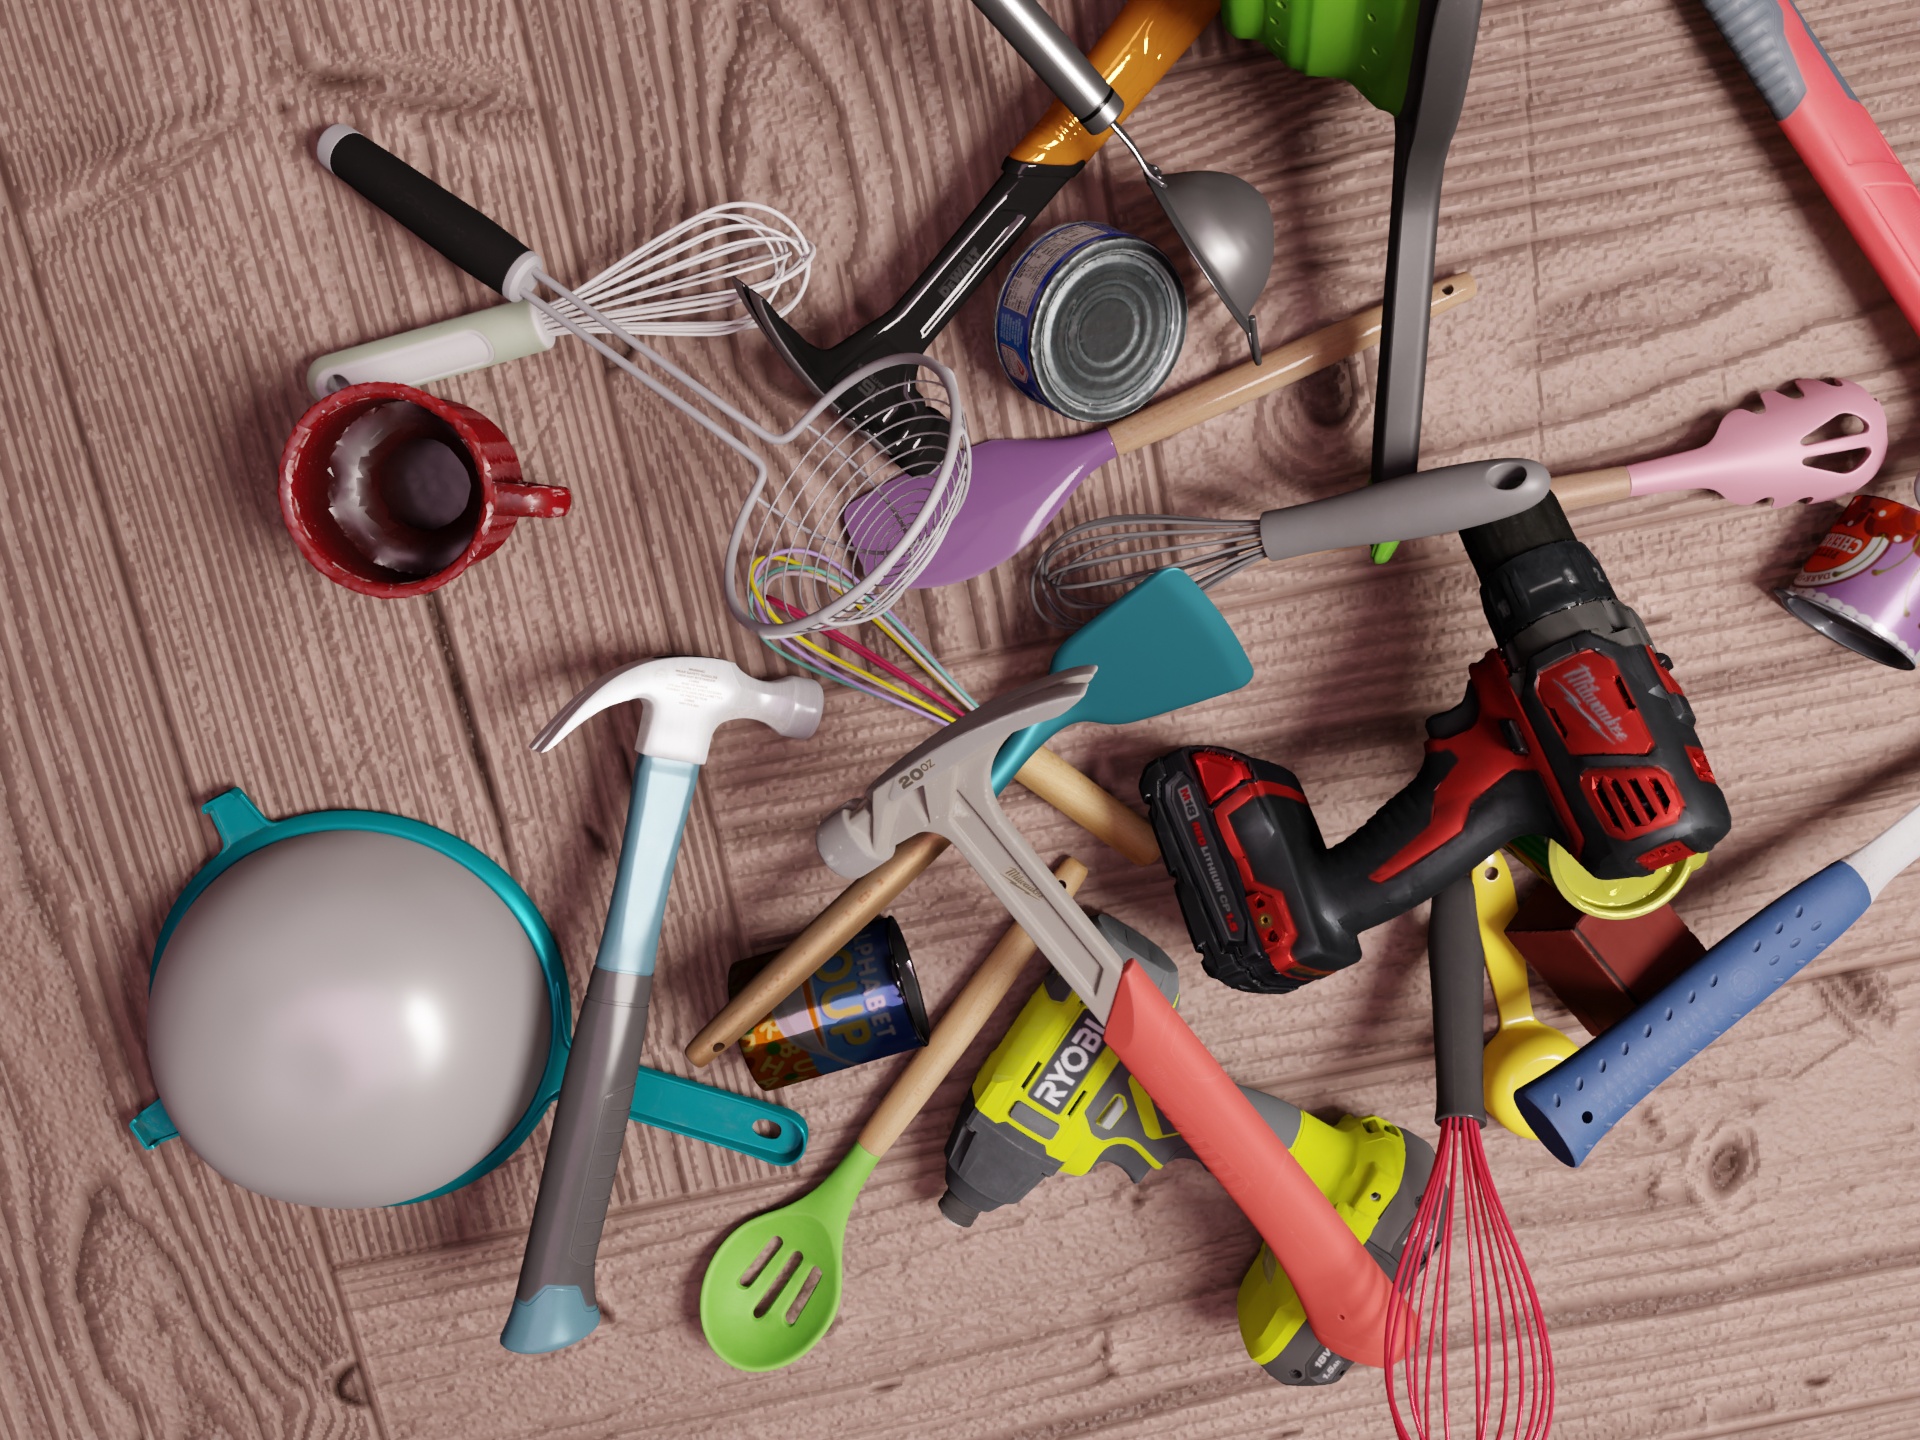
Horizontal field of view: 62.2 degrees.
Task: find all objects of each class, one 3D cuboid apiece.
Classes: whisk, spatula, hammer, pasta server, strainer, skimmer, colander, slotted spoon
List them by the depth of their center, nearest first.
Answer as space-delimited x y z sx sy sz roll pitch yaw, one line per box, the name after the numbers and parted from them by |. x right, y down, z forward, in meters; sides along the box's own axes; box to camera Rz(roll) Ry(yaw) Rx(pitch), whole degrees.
-0.149 -0.163 0.653 0.363 0.090 0.127 36 92 14 | skimmer
0.153 -0.255 0.657 0.094 0.205 0.396 2 117 9 | colander
0.065 -0.249 0.662 0.050 0.087 0.258 -38 120 23 | strainer
0.098 0.146 0.698 0.149 0.037 0.359 -32 103 29 | hammer
0.047 -0.271 0.704 0.337 0.034 0.127 -49 130 4 | hammer
0.139 -0.080 0.709 0.239 0.055 0.055 -10 102 29 | whisk
0.398 -0.281 0.718 0.143 0.038 0.386 -37 95 -13 | hammer
0.229 0.202 0.726 0.073 0.073 0.296 11 59 -3 | whisk
-0.185 -0.184 0.730 0.246 0.059 0.057 -14 128 6 | whisk
-0.005 0.053 0.733 0.317 0.044 0.082 -43 126 -1 | spatula
-0.159 0.130 0.743 0.128 0.033 0.331 13 89 -24 | hammer
0.425 0.065 0.749 0.405 0.035 0.144 -35 98 -8 | hammer
0.096 -0.140 0.754 0.316 0.018 0.060 -24 83 3 | spatula
0.288 -0.109 0.762 0.316 0.040 0.060 -10 100 5 | pasta server
-0.002 -0.001 0.768 0.245 0.047 0.051 36 97 -10 | whisk
-0.241 0.173 0.768 0.340 0.095 0.211 17 100 -3 | strainer
-0.030 0.199 0.811 0.070 0.031 0.314 36 96 11 | slotted spoon

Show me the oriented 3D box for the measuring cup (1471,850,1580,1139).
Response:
0.283 0.139 0.804 0.062 0.029 0.156 -14 100 2 | measuring cup

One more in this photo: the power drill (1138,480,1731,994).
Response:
0.196 0.008 0.706 0.226 0.080 0.188 -29 65 28 | power drill

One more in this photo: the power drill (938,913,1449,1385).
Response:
0.111 0.224 0.796 0.223 0.080 0.171 32 98 -3 | power drill
